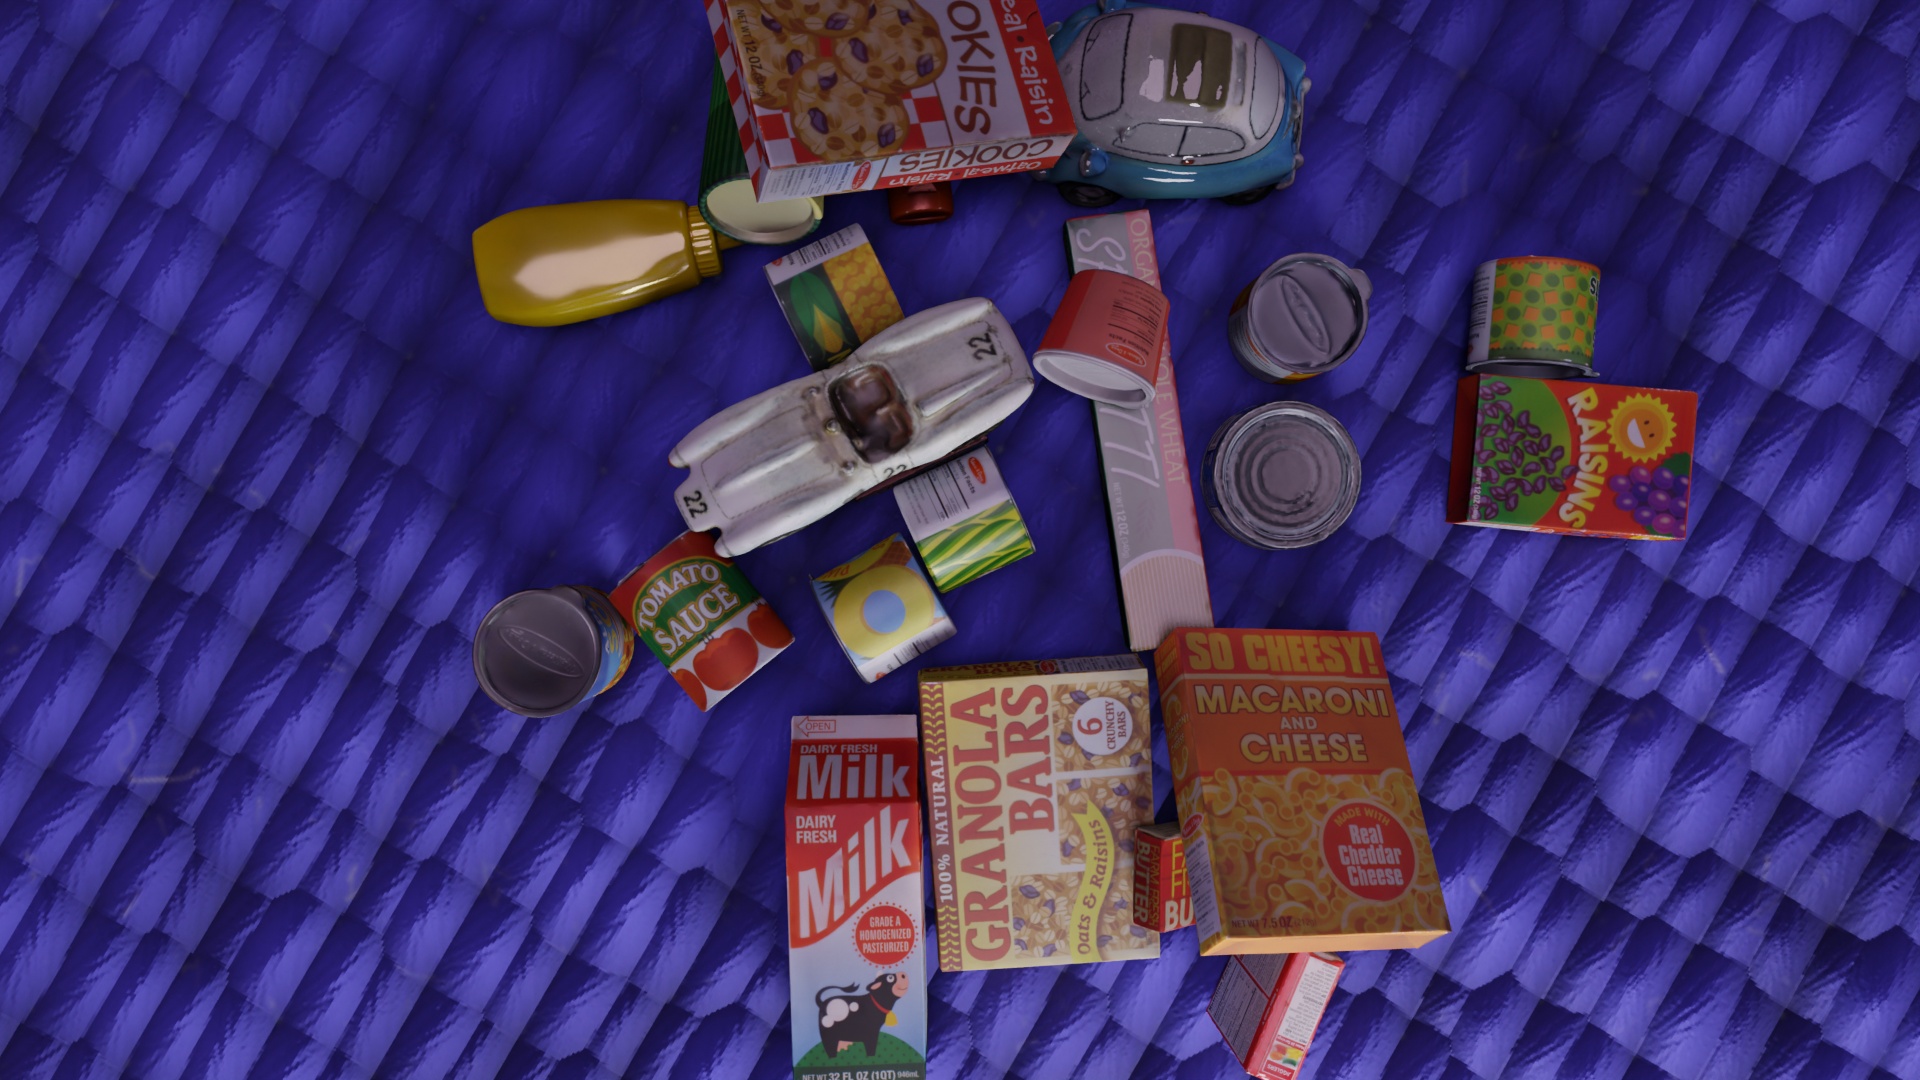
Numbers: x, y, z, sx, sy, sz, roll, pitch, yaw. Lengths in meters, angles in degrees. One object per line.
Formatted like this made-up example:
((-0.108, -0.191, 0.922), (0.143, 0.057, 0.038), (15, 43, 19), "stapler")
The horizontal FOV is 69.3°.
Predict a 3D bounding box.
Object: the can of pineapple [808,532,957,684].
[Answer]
((-0.043, 0.035, 0.765), (0.058, 0.071, 0.071), (-30, 90, -1), "can of pineapple")

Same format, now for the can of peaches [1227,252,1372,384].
((0.189, -0.123, 0.774), (0.071, 0.058, 0.071), (0, 89, -1), "can of peaches")

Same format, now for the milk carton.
((-0.056, 0.191, 0.760), (0.072, 0.073, 0.190), (-1, 89, -1), "milk carton")

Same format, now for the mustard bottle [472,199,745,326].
((-0.184, -0.159, 0.773), (0.160, 0.049, 0.065), (-9, 93, -2), "mustard bottle")

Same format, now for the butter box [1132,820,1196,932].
((0.138, 0.178, 0.760), (0.104, 0.024, 0.053), (-2, 94, -37), "butter box")

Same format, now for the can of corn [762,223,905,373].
((-0.067, -0.131, 0.767), (0.058, 0.071, 0.071), (-26, 90, -1), "can of corn")

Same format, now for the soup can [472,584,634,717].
((-0.216, 0.055, 0.753), (0.071, 0.084, 0.071), (0, 90, -1), "soup can")

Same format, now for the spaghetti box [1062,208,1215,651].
((0.100, -0.063, 0.787), (0.050, 0.028, 0.250), (-9, 90, 0), "spaghetti box")

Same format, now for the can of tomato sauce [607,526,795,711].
((-0.141, 0.042, 0.761), (0.071, 0.071, 0.083), (-39, 91, -1), "can of tomato sauce")

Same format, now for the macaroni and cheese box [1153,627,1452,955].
((0.175, 0.130, 0.734), (0.124, 0.040, 0.167), (3, 60, -13), "macaroni and cheese box")

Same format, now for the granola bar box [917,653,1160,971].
((0.044, 0.149, 0.767), (0.124, 0.039, 0.165), (-4, 99, -1), "granola bar box")

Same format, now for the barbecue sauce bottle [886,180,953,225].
((-0.030, -0.254, 0.778), (0.065, 0.043, 0.148), (-6, 90, -6), "barbecue sauce bottle")

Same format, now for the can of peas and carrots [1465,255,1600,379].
((0.321, -0.122, 0.772), (0.071, 0.071, 0.058), (5, 89, -1), "can of peas and carrots")

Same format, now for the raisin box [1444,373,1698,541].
((0.344, -0.046, 0.786), (0.123, 0.040, 0.086), (5, 89, 0), "raisin box")

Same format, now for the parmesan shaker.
((-0.106, -0.220, 0.747), (0.071, 0.071, 0.103), (3, 67, -1), "parmesan shaker")

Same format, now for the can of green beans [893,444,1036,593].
((0.002, -0.011, 0.766), (0.058, 0.071, 0.071), (-25, 90, 0), "can of green beans")

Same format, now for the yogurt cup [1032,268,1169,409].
((0.078, -0.109, 0.740), (0.072, 0.072, 0.054), (19, 82, -1), "yogurt cup")

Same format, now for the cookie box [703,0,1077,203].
((-0.036, -0.246, 0.714), (0.168, 0.040, 0.123), (-12, 79, -21), "cookie box")

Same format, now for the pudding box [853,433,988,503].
((-0.031, -0.061, 0.784), (0.084, 0.030, 0.049), (-25, 89, -1), "pudding box")
